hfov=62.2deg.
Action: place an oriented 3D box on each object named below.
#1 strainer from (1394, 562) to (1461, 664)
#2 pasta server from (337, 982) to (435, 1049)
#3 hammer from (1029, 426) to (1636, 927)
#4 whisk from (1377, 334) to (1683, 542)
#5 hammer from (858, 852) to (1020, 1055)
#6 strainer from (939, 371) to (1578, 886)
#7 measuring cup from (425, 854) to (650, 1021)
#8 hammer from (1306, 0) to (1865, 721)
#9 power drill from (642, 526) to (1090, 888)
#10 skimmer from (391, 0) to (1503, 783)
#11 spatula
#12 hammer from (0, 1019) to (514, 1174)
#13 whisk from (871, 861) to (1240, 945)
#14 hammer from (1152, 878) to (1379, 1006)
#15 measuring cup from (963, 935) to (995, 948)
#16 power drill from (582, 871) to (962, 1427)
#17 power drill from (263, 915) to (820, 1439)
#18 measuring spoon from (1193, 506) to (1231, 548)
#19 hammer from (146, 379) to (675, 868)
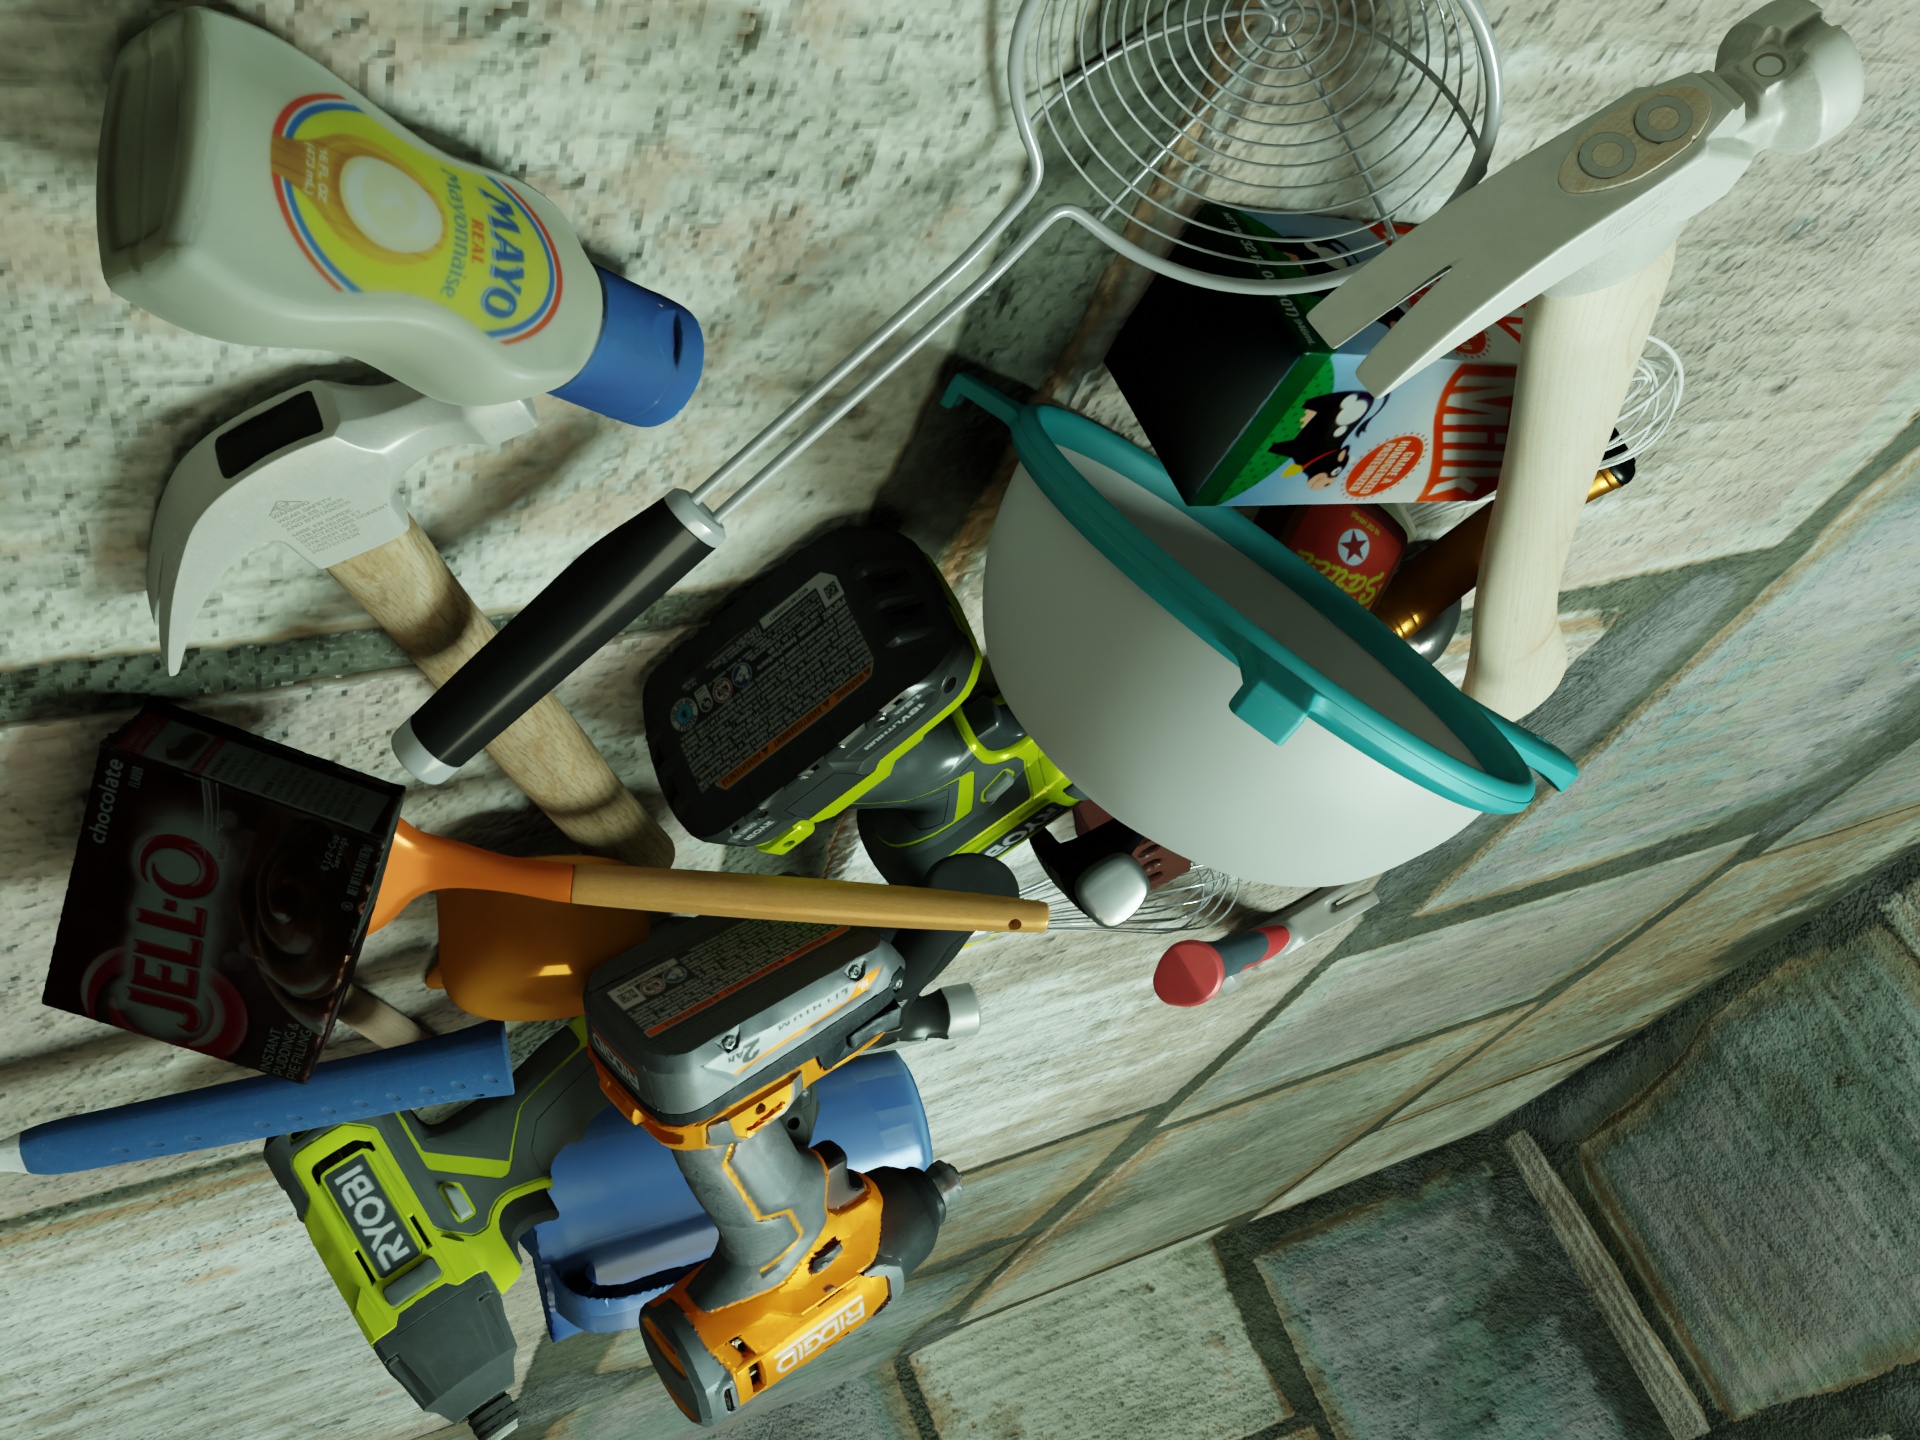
[{"bbox_3d":[0.164,-0.026,0.810,0.258,0.050,0.086,-20,152,-3],"label":"strainer"},{"bbox_3d":[-0.274,0.134,0.719,0.060,0.040,0.316,-31,156,-10],"label":"pasta server"},{"bbox_3d":[0.175,-0.029,0.749,0.337,0.034,0.127,-38,-167,-2],"label":"hammer"},{"bbox_3d":[0.206,-0.097,0.716,0.246,0.058,0.059,-29,119,14],"label":"whisk"},{"bbox_3d":[-0.033,0.129,0.811,0.146,0.035,0.334,-7,160,-14],"label":"hammer"},{"bbox_3d":[0.125,0.006,0.588,0.340,0.211,0.095,20,114,-44],"label":"strainer"},{"bbox_3d":[-0.198,0.112,0.696,0.095,0.052,0.173,9,150,-37],"label":"measuring cup"},{"bbox_3d":[0.204,-0.072,0.584,0.146,0.038,0.410,-32,156,1],"label":"hammer"},{"bbox_3d":[-0.001,-0.002,0.668,0.190,0.080,0.228,-36,154,20],"label":"power drill"},{"bbox_3d":[-0.025,-0.082,0.444,0.363,0.090,0.127,-39,129,11],"label":"skimmer"},{"bbox_3d":[-0.122,0.069,0.600,0.322,0.041,0.081,5,118,-10],"label":"spatula"},{"bbox_3d":[-0.393,0.180,0.652,0.405,0.035,0.144,-8,150,-17],"label":"hammer"},{"bbox_3d":[0.037,0.111,0.937,0.284,0.070,0.070,-11,151,-17],"label":"whisk"},{"bbox_3d":[0.202,0.148,1.068,0.143,0.038,0.386,-33,166,12],"label":"hammer"},{"bbox_3d":[-0.016,0.159,0.996,0.156,0.029,0.062,-24,154,2],"label":"measuring cup"},{"bbox_3d":[-0.070,0.183,0.693,0.164,0.084,0.226,-26,127,-32],"label":"power drill"},{"bbox_3d":[-0.185,0.210,0.754,0.223,0.171,0.080,-31,166,-22],"label":"power drill"},{"bbox_3d":[0.102,-0.069,0.642,0.021,0.011,0.117,-11,121,-48],"label":"measuring spoon"},{"bbox_3d":[-0.165,-0.006,0.565,0.130,0.031,0.331,-24,154,-5],"label":"hammer"}]
